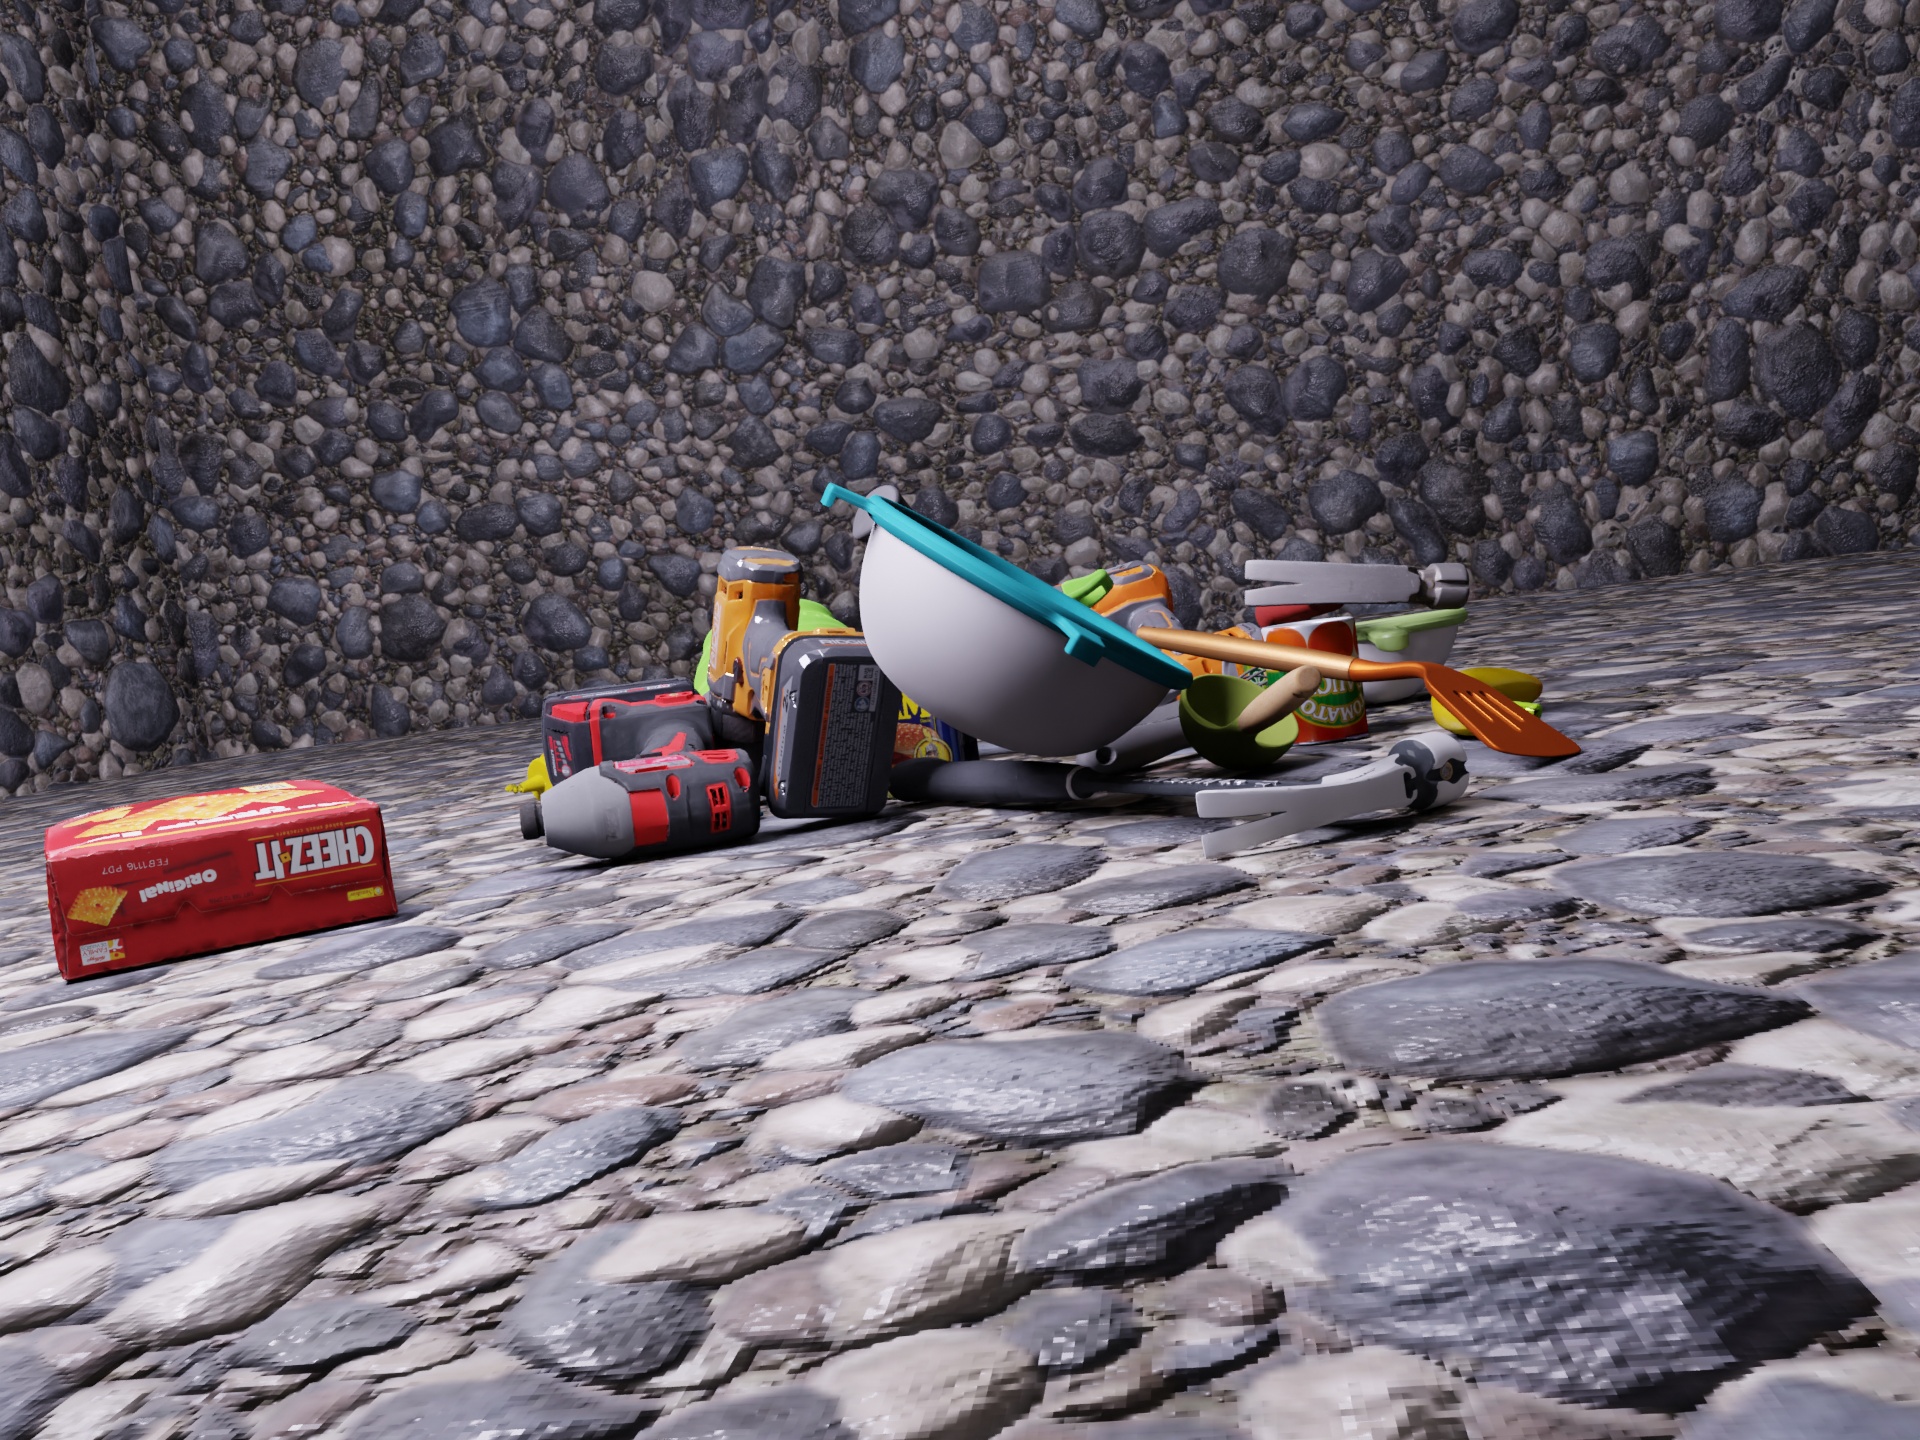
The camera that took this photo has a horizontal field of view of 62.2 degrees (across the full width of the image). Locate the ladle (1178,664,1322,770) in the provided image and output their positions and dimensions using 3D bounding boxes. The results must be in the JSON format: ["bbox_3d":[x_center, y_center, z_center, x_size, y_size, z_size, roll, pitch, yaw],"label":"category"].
[{"bbox_3d":[0.169,-0.013,0.882,0.078,0.062,0.320,22,-5,5],"label":"ladle"}]

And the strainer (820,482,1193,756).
[{"bbox_3d":[0.049,-0.029,0.964,0.211,0.095,0.340,33,7,28],"label":"strainer"}]

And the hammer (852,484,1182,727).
[{"bbox_3d":[0.035,-0.065,1.096,0.146,0.035,0.334,-9,-29,30],"label":"hammer"}]

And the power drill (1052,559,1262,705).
[{"bbox_3d":[0.159,-0.064,1.435,0.164,0.084,0.227,-19,28,-15],"label":"power drill"}]

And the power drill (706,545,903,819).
[{"bbox_3d":[-0.120,-0.004,1.083,0.084,0.185,0.226,0,20,-26],"label":"power drill"}]

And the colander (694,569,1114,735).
[{"bbox_3d":[-0.073,-0.065,1.278,0.397,0.095,0.204,-22,-22,12],"label":"colander"}]

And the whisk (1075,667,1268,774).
[{"bbox_3d":[0.168,0.002,1.128,0.239,0.055,0.055,-16,9,-40],"label":"whisk"}]

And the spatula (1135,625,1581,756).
[{"bbox_3d":[0.225,-0.026,0.992,0.081,0.041,0.323,-1,10,-39],"label":"spatula"}]

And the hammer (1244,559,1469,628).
[{"bbox_3d":[0.265,-0.093,1.231,0.149,0.037,0.359,1,1,0],"label":"hammer"}]

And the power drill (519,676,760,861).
[{"bbox_3d":[-0.217,0.035,1.042,0.143,0.078,0.220,-8,15,-15],"label":"power drill"}]

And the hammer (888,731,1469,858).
[{"bbox_3d":[0.075,0.038,0.897,0.149,0.036,0.409,-12,5,-33],"label":"hammer"}]

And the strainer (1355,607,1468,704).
[{"bbox_3d":[0.337,-0.045,1.264,0.151,0.069,0.256,-9,4,11],"label":"strainer"}]

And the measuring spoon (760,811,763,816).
[{"bbox_3d":[-0.192,0.061,1.121,0.128,0.021,0.042,-4,5,31],"label":"measuring spoon"}]
